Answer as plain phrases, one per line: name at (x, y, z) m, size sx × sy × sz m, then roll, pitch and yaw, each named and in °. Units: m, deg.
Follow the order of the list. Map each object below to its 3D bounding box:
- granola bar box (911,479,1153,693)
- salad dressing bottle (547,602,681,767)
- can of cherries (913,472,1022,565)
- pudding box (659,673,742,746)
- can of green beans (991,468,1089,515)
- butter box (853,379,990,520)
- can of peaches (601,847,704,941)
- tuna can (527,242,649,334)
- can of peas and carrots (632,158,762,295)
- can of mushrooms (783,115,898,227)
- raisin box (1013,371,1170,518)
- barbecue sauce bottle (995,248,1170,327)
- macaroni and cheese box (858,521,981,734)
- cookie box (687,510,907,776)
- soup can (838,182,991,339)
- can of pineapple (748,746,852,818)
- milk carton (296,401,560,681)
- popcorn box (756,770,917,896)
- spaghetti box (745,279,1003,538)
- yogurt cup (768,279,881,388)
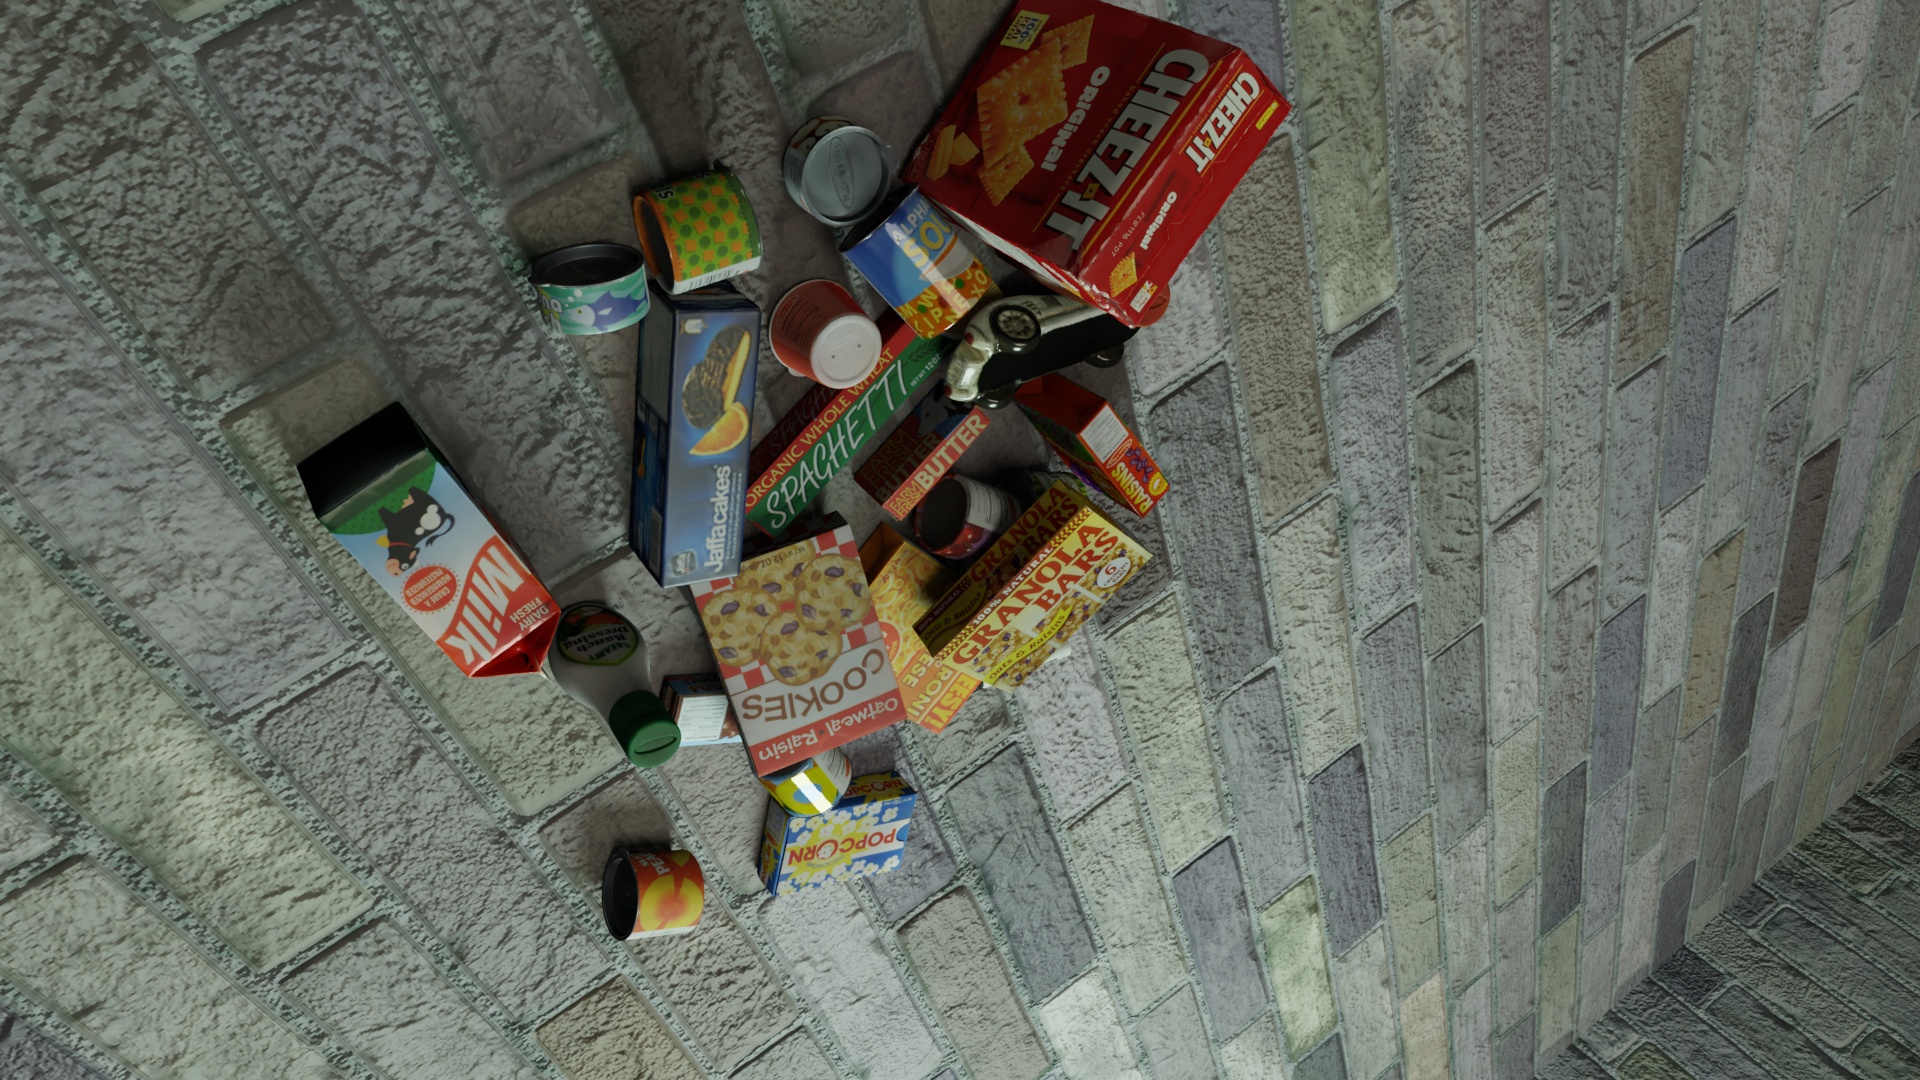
granola bar box at (0.058, 0.039, 1.096) m, size 0.165 × 0.039 × 0.124 m, roll -46°, pitch 144°, yaw 10°
salad dressing bottle at (-0.231, 0.096, 0.930) m, size 0.064 × 0.148 × 0.043 m, roll -15°, pitch 126°, yaw -28°
can of cherries at (0.004, -0.014, 1.091) m, size 0.058 × 0.071 × 0.071 m, roll 17°, pitch 106°, yaw -41°
pudding box at (-0.189, 0.130, 1.065) m, size 0.084 × 0.030 × 0.049 m, roll 1°, pitch 116°, yaw -36°
can of green beans at (0.064, -0.024, 1.126) m, size 0.058 × 0.071 × 0.071 m, roll -1°, pitch 118°, yaw -36°
butter box at (-0.029, -0.068, 1.039) m, size 0.103 × 0.053 × 0.024 m, roll -48°, pitch 132°, yaw -1°
can of peaches at (-0.242, 0.276, 1.095) m, size 0.058 × 0.071 × 0.071 m, roll 5°, pitch 114°, yaw -38°
tuna can at (-0.223, -0.151, 0.835) m, size 0.071 × 0.071 × 0.032 m, roll -20°, pitch 128°, yaw -25°
can of peas and carrots at (-0.163, -0.193, 0.855) m, size 0.059 × 0.071 × 0.070 m, roll -24°, pitch 129°, yaw -22°
can of mushrooms at (-0.078, -0.242, 0.907) m, size 0.071 × 0.033 × 0.070 m, roll -18°, pitch 126°, yaw -26°
raisin box at (0.105, -0.078, 1.108) m, size 0.040 × 0.086 × 0.123 m, roll -49°, pitch 134°, yaw -6°
barbecue sauce bottle at (0.088, -0.193, 0.979) m, size 0.065 × 0.149 × 0.043 m, roll -14°, pitch 126°, yaw -29°
macaroni and cheese box at (-0.040, 0.074, 1.131) m, size 0.123 × 0.040 × 0.166 m, roll -52°, pitch 134°, yaw 3°
cookie box at (-0.121, 0.078, 1.031) m, size 0.123 × 0.040 × 0.166 m, roll -20°, pitch 112°, yaw -13°
soup can at (-0.028, -0.188, 0.933) m, size 0.071 × 0.071 × 0.083 m, roll -46°, pitch 111°, yaw -3°
can of pineapple at (-0.130, 0.181, 1.116) m, size 0.071 × 0.071 × 0.057 m, roll -39°, pitch 133°, yaw -10°
milk carton at (-0.317, 0.015, 0.868) m, size 0.073 × 0.072 × 0.189 m, roll -37°, pitch 133°, yaw -12°
popcorn box at (-0.107, 0.252, 1.197) m, size 0.127 × 0.038 × 0.084 m, roll -4°, pitch 119°, yaw -34°
spaghetti box at (-0.071, -0.107, 1.001) m, size 0.250 × 0.029 × 0.050 m, roll -47°, pitch 133°, yaw -2°
yogurt cup at (-0.090, -0.138, 0.950) m, size 0.072 × 0.054 × 0.072 m, roll -18°, pitch 126°, yaw -27°
